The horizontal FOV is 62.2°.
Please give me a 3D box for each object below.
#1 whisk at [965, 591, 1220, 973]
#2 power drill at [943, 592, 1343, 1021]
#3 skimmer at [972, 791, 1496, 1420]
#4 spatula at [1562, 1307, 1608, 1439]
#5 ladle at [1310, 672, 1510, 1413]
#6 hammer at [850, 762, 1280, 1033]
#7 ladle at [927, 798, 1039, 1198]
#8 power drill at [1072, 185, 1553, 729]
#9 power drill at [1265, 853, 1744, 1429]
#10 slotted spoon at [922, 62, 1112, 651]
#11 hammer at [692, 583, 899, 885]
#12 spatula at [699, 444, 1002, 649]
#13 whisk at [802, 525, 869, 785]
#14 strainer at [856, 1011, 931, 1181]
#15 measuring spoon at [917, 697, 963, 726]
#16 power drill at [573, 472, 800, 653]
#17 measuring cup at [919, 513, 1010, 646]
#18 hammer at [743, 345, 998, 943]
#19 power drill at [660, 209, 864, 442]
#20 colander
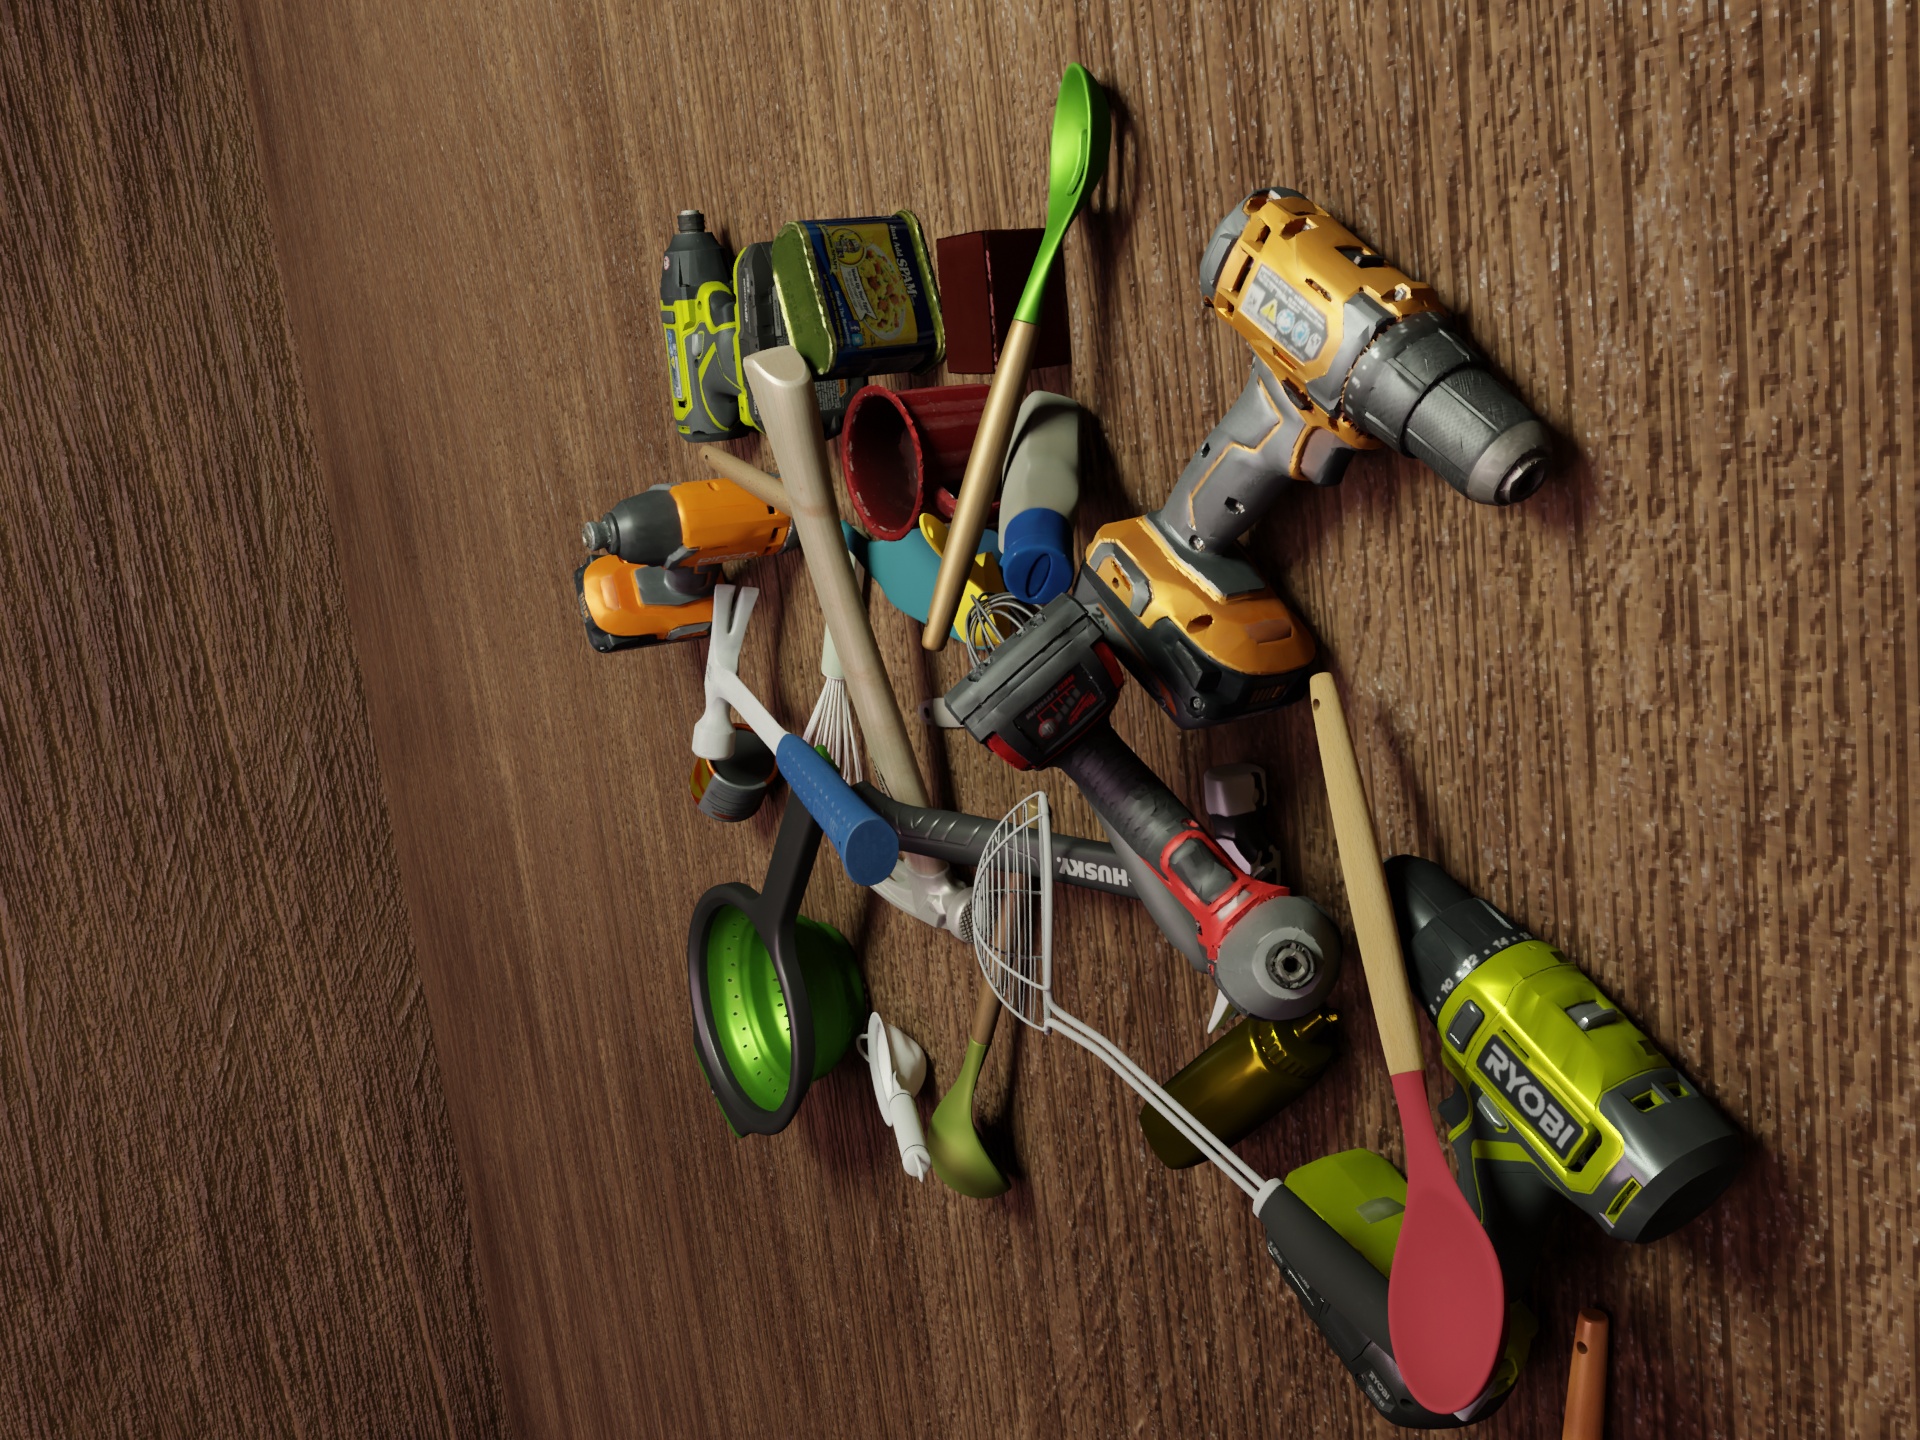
[{"bbox_3d":[0.071,0.031,0.847,0.239,0.055,0.055,59,146,8],"label":"whisk"},{"bbox_3d":[0.094,0.049,0.753,0.220,0.078,0.143,49,-179,5],"label":"power drill"},{"bbox_3d":[0.125,0.173,0.776,0.364,0.090,0.127,40,149,35],"label":"skimmer"},{"bbox_3d":[0.293,0.422,0.756,0.081,0.041,0.322,18,113,54],"label":"spatula"},{"bbox_3d":[0.186,0.126,0.686,0.069,0.031,0.316,-40,52,56],"label":"ladle"},{"bbox_3d":[0.043,0.084,0.948,0.335,0.035,0.146,7,108,44],"label":"hammer"},{"bbox_3d":[0.030,0.194,1.081,0.078,0.062,0.320,-130,46,-53],"label":"ladle"},{"bbox_3d":[0.154,-0.098,0.724,0.186,0.084,0.226,52,137,32],"label":"power drill"},{"bbox_3d":[0.223,0.192,0.725,0.191,0.080,0.228,53,140,41],"label":"power drill"},{"bbox_3d":[0.028,-0.187,0.850,0.070,0.031,0.313,-130,55,-71],"label":"slotted spoon"},{"bbox_3d":[-0.123,0.012,1.099,0.406,0.035,0.144,-142,58,-63],"label":"hammer"},{"bbox_3d":[-0.089,-0.140,1.102,0.318,0.044,0.082,34,129,43],"label":"spatula"},{"bbox_3d":[-0.091,-0.029,1.183,0.059,0.058,0.246,17,119,16],"label":"whisk"},{"bbox_3d":[-0.041,0.276,1.155,0.258,0.050,0.087,-133,38,-78],"label":"strainer"},{"bbox_3d":[-0.002,-0.003,1.065,0.124,0.018,0.034,2,103,59],"label":"measuring spoon"},{"bbox_3d":[-0.236,-0.125,1.259,0.226,0.164,0.084,-32,71,60],"label":"power drill"},{"bbox_3d":[-0.006,-0.086,0.934,0.029,0.156,0.062,-12,71,16],"label":"measuring cup"},{"bbox_3d":[-0.073,-0.046,1.064,0.146,0.038,0.410,18,130,55],"label":"hammer"},{"bbox_3d":[-0.157,-0.284,1.154,0.223,0.080,0.171,24,123,57],"label":"power drill"},{"bbox_3d":[-0.119,0.167,1.254,0.205,0.094,0.396,54,139,36],"label":"colander"}]
